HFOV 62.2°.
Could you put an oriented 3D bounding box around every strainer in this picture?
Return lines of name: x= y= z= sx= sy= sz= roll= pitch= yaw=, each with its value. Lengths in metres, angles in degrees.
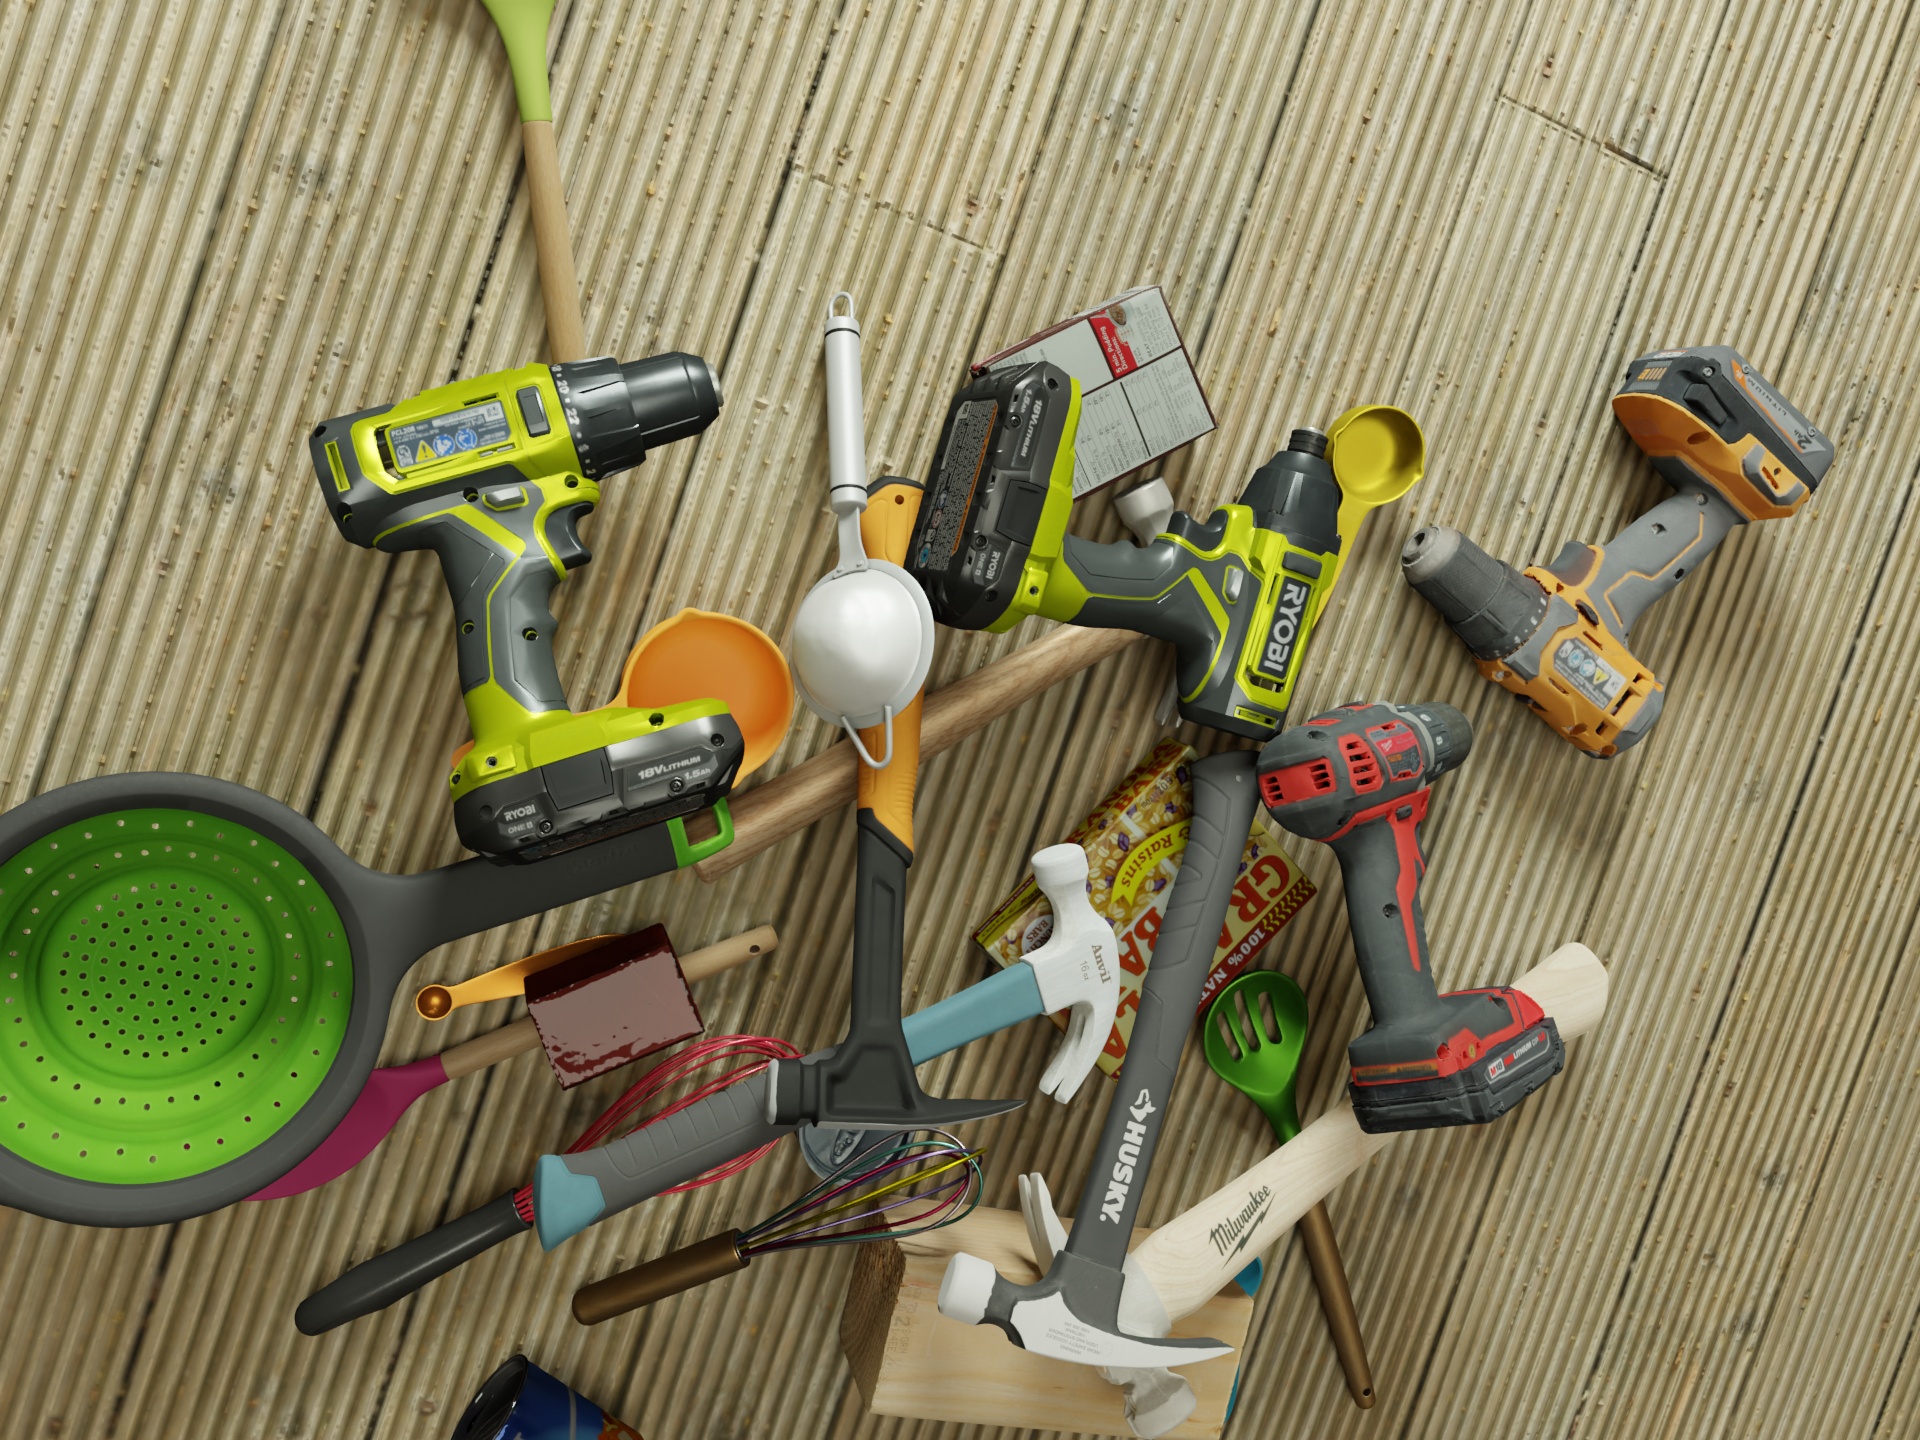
strainer: x=-0.059 y=-0.104 z=0.806 sx=0.087 sy=0.050 sz=0.259 roll=-13 pitch=70 yaw=28

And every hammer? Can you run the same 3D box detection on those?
hammer: x=-0.062 y=0.181 z=0.820 sx=0.331 sy=0.033 sz=0.128 roll=-21 pitch=100 yaw=-20
hammer: x=0.224 y=0.228 z=0.919 sx=0.410 sy=0.038 sz=0.146 roll=-27 pitch=83 yaw=-25
hammer: x=-0.030 y=0.036 z=0.817 sx=0.127 sy=0.034 sz=0.337 roll=4 pitch=76 yaw=-12
hammer: x=0.110 y=0.170 z=0.839 sx=0.146 sy=0.035 sz=0.335 roll=20 pitch=74 yaw=-3
hammer: x=-0.001 y=-0.003 z=0.878 sx=0.331 sy=0.031 sz=0.130 roll=-29 pitch=103 yaw=-9

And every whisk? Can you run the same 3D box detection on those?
whisk: x=-0.097 y=0.277 z=0.858 sx=0.245 sy=0.047 sz=0.051 roll=-23 pitch=107 yaw=7
whisk: x=-0.213 y=0.249 z=0.840 sx=0.296 sy=0.073 sz=0.073 roll=-27 pitch=103 yaw=-4

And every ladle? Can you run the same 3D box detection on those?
ladle: x=-0.203 y=-0.266 z=0.778 sx=0.078 sy=0.062 sz=0.320 roll=-8 pitch=102 yaw=-14

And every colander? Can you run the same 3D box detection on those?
colander: x=-0.309 y=0.103 z=0.784 sx=0.397 sy=0.094 sz=0.204 roll=-17 pitch=97 yaw=-23

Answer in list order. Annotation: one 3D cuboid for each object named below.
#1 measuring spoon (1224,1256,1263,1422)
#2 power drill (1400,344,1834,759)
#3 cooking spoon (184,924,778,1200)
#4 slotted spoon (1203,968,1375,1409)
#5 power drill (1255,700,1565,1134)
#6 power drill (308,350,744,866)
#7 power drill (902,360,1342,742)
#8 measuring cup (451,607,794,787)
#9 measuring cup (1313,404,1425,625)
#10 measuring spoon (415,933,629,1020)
measuring spoon: x=0.160 y=0.376 z=0.981 sx=0.042 sy=0.021 sz=0.128 roll=-3 pitch=107 yaw=-17
power drill: x=0.382 y=-0.115 z=0.944 sx=0.185 sy=0.084 sz=0.226 roll=36 pitch=92 yaw=-15
cooking spoon: x=-0.247 y=0.173 z=0.841 sx=0.319 sy=0.017 sz=0.068 roll=-21 pitch=109 yaw=-11
slotted spoon: x=0.210 y=0.290 z=0.975 sx=0.070 sy=0.031 sz=0.313 roll=-21 pitch=104 yaw=-11
power drill: x=0.258 y=0.096 z=0.889 sx=0.188 sy=0.080 sz=0.227 roll=-12 pitch=83 yaw=-47
power drill: x=-0.183 y=-0.062 z=0.757 sx=0.190 sy=0.080 sz=0.228 roll=-18 pitch=83 yaw=-11
power drill: x=0.096 y=-0.097 z=0.834 sx=0.223 sy=0.080 sz=0.171 roll=16 pitch=90 yaw=-26
measuring cup: x=-0.174 y=-0.003 z=0.822 sx=0.173 sy=0.052 sz=0.095 roll=-15 pitch=101 yaw=-11
measuring cup: x=0.217 y=-0.111 z=0.931 sx=0.062 sy=0.029 sz=0.156 roll=20 pitch=103 yaw=-16
measuring spoon: x=-0.230 y=0.134 z=0.847 sx=0.117 sy=0.011 sz=0.021 roll=-15 pitch=103 yaw=-16
